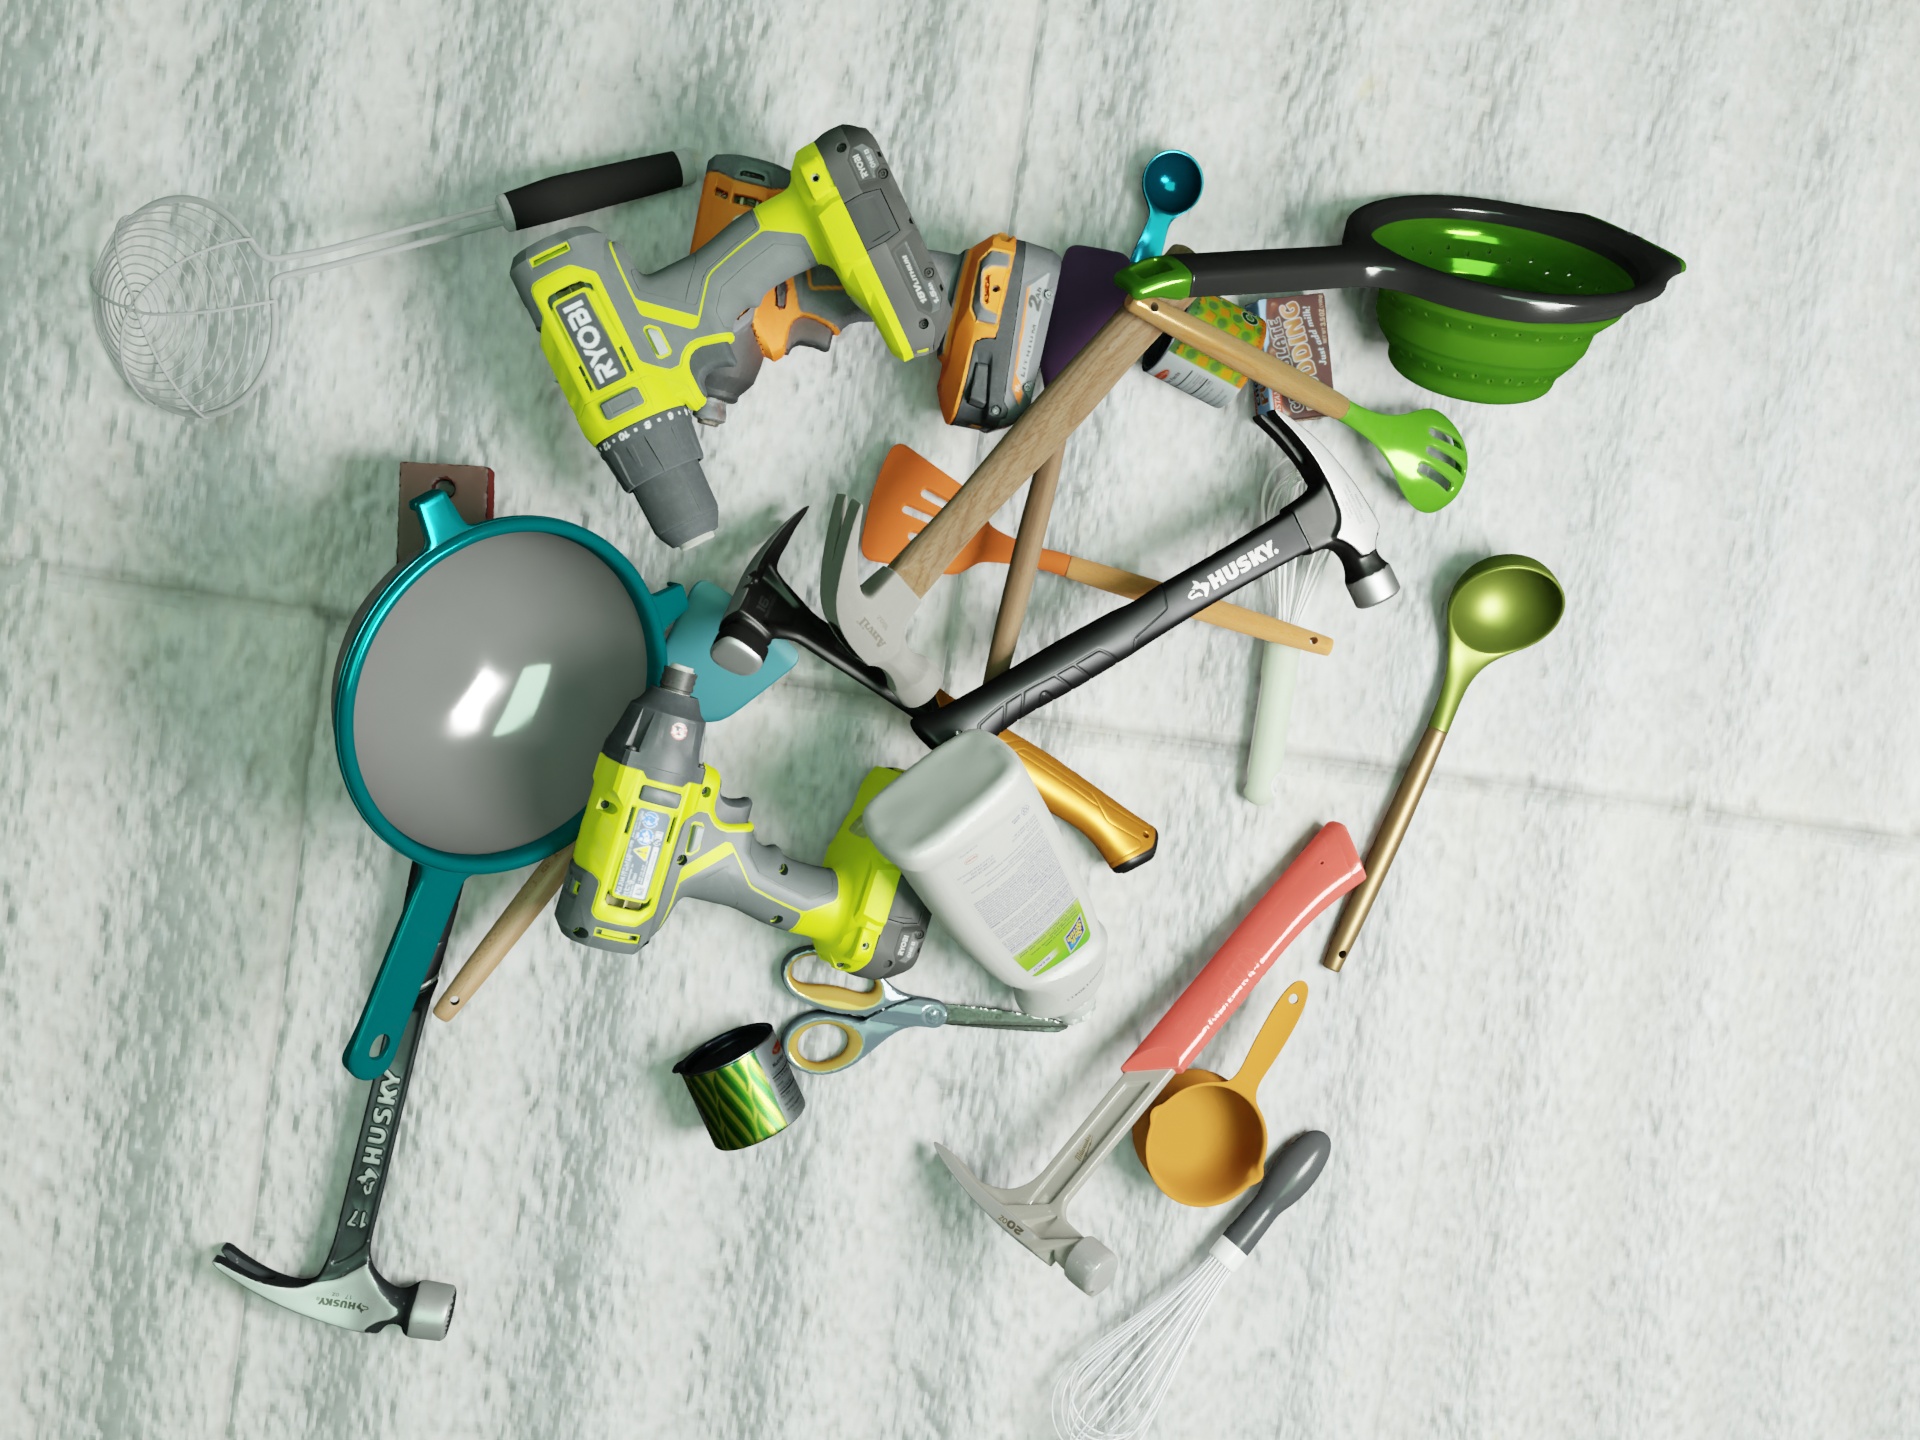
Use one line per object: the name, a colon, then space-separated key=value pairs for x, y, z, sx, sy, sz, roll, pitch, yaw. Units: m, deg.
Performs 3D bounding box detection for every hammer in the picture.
hammer: x=0.117 y=-0.070 z=1.014 sx=0.335 sy=0.035 sz=0.146 roll=-30 pitch=99 yaw=-12
hammer: x=-0.356 y=0.185 z=1.008 sx=0.149 sy=0.036 sz=0.409 roll=13 pitch=91 yaw=-11
hammer: x=0.038 y=-0.169 z=0.977 sx=0.331 sy=0.031 sz=0.129 roll=-49 pitch=127 yaw=-9
hammer: x=-0.002 y=-0.003 z=1.044 sx=0.336 sy=0.034 sz=0.127 roll=34 pitch=50 yaw=-19
hammer: x=0.147 y=0.205 z=1.083 sx=0.359 sy=0.149 sz=0.036 roll=-47 pitch=140 yaw=-14

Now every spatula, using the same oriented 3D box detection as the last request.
spatula: x=0.095 y=-0.096 z=1.053 sx=0.322 sy=0.041 sz=0.081 roll=17 pitch=82 yaw=-2
spatula: x=-0.228 y=0.058 z=1.005 sx=0.082 sy=0.044 sz=0.317 roll=39 pitch=78 yaw=-15
spatula: x=0.058 y=-0.160 z=1.033 sx=0.060 sy=0.018 sz=0.316 roll=14 pitch=83 yaw=8

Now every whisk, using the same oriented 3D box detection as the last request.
whisk: x=0.223 y=-0.062 z=1.097 sx=0.059 sy=0.057 sz=0.246 roll=10 pitch=97 yaw=23
whisk: x=0.167 y=0.400 z=1.116 sx=0.070 sy=0.070 sz=0.284 roll=44 pitch=81 yaw=-11

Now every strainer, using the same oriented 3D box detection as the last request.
strainer: x=-0.306 y=0.036 z=0.932 sx=0.210 sy=0.095 sz=0.340 roll=20 pitch=92 yaw=-51

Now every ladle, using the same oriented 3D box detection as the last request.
ladle: x=0.330 y=0.033 z=1.117 sx=0.078 sy=0.062 sz=0.320 roll=23 pitch=93 yaw=-13

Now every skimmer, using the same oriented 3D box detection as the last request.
skimmer: x=-0.340 y=-0.288 z=0.976 sx=0.363 sy=0.090 sz=0.127 roll=-22 pitch=96 yaw=-19

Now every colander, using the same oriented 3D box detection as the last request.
colander: x=0.273 y=-0.259 z=1.023 sx=0.397 sy=0.205 sz=0.094 roll=-10 pitch=128 yaw=-22

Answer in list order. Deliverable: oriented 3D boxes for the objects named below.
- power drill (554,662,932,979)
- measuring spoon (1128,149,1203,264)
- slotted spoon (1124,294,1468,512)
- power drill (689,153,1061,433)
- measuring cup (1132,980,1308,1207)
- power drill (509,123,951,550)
power drill: x=-0.121 y=0.070 z=0.986 sx=0.223 sy=0.080 sz=0.171 roll=17 pitch=91 yaw=-31
measuring spoon: x=0.125 y=-0.319 z=1.072 sx=0.042 sy=0.021 sz=0.128 roll=18 pitch=100 yaw=-13
slotted spoon: x=0.231 y=-0.211 z=1.039 sx=0.313 sy=0.031 sz=0.070 roll=18 pitch=85 yaw=-30
power drill: x=-0.064 y=-0.249 z=1.007 sx=0.226 sy=0.084 sz=0.164 roll=12 pitch=94 yaw=-8
measuring cup: x=0.186 y=0.251 z=1.108 sx=0.095 sy=0.052 sz=0.173 roll=33 pitch=86 yaw=-12
power drill: x=-0.124 y=-0.225 z=0.931 sx=0.228 sy=0.080 sz=0.190 roll=-25 pitch=97 yaw=3
